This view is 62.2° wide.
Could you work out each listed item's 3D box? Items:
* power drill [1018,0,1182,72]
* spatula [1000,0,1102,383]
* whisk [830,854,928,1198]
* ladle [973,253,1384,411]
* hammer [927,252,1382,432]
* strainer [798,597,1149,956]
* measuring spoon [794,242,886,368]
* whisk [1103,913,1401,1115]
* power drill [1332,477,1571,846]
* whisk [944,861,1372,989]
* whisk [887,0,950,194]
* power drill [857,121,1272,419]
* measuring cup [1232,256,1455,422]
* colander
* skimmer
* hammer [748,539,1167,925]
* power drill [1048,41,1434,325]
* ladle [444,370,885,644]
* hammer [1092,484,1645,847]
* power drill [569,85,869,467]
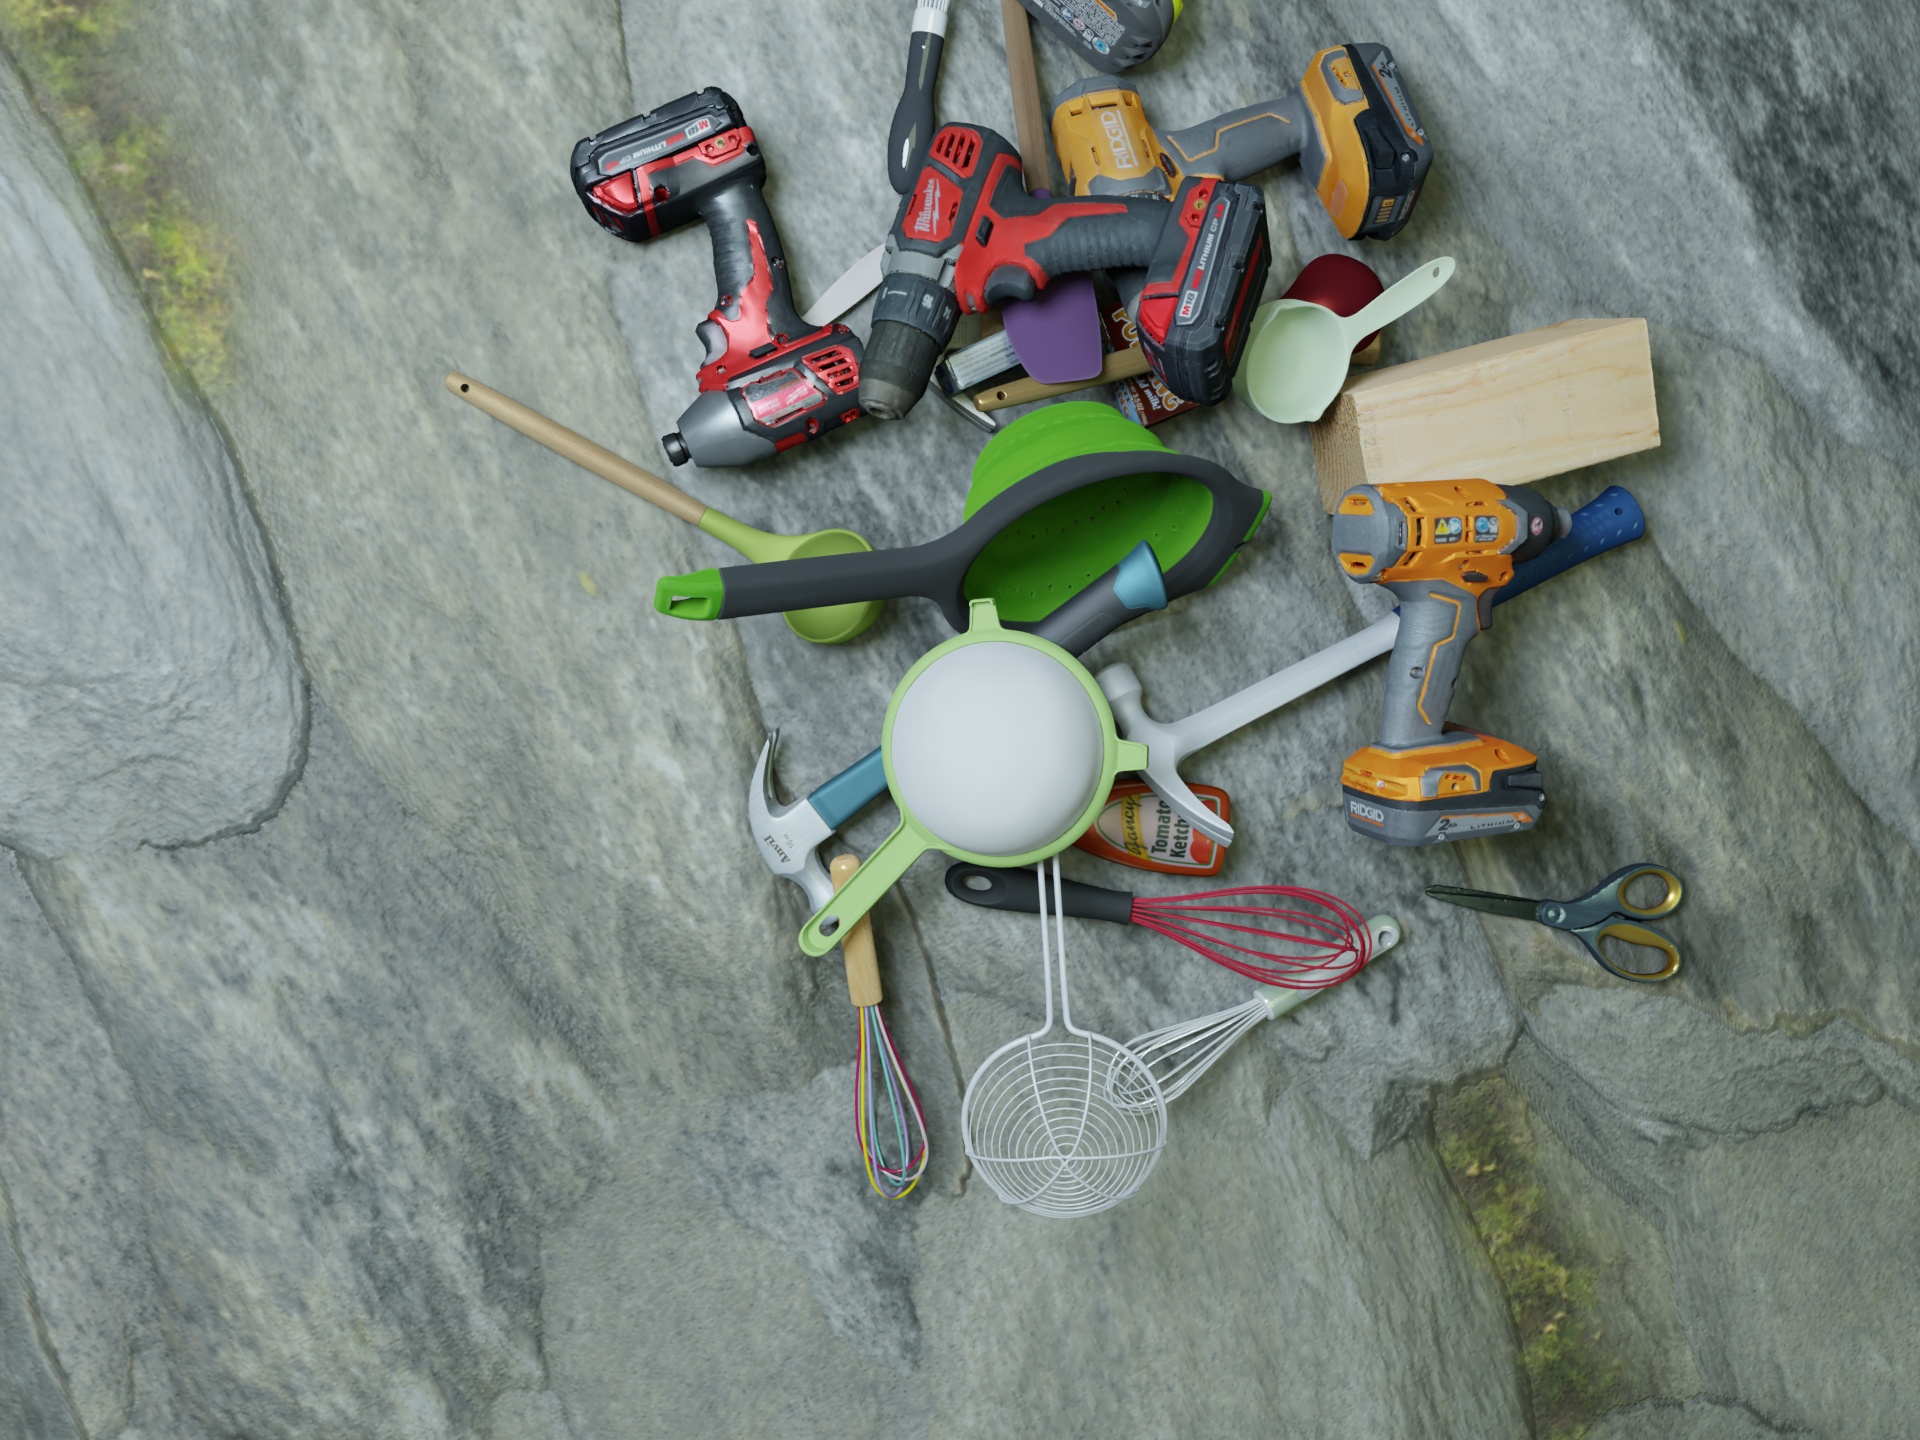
[{"bbox_3d":[0.118,-0.559,1.032,0.190,0.080,0.228,38,78,-9],"label":"power drill"},{"bbox_3d":[0.045,-0.361,1.024,0.060,0.018,0.316,-6,75,-1],"label":"spatula"},{"bbox_3d":[-0.057,0.207,1.071,0.047,0.051,0.245,-11,102,-13],"label":"whisk"},{"bbox_3d":[0.151,-0.244,1.030,0.315,0.031,0.069,-19,93,-18],"label":"ladle"},{"bbox_3d":[0.126,-0.261,1.084,0.331,0.031,0.130,0,93,-7],"label":"hammer"},{"bbox_3d":[-0.018,0.057,0.983,0.151,0.069,0.256,44,99,6],"label":"strainer"},{"bbox_3d":[-0.083,-0.280,1.068,0.124,0.018,0.034,-43,90,-9],"label":"measuring spoon"},{"bbox_3d":[0.207,0.204,1.117,0.246,0.059,0.057,-29,109,-9],"label":"whisk"},{"bbox_3d":[0.324,-0.042,1.027,0.164,0.084,0.226,-6,100,-20],"label":"power drill"},{"bbox_3d":[0.135,0.133,1.090,0.296,0.073,0.073,10,92,3],"label":"whisk"},{"bbox_3d":[-0.016,-0.490,1.043,0.070,0.070,0.284,9,97,-8],"label":"whisk"},{"bbox_3d":[0.054,-0.252,0.949,0.227,0.080,0.188,16,81,18],"label":"power drill"},{"bbox_3d":[0.244,-0.256,1.027,0.167,0.038,0.083,-33,122,-9],"label":"measuring cup"},{"bbox_3d":[-0.003,-0.128,1.002,0.397,0.204,0.095,-9,63,-22],"label":"colander"},{"bbox_3d":[0.059,0.131,1.035,0.127,0.090,0.364,-4,65,4],"label":"skimmer"},{"bbox_3d":[-0.002,-0.003,1.037,0.331,0.033,0.128,-36,99,14],"label":"hammer"},{"bbox_3d":[0.184,-0.346,1.034,0.226,0.084,0.185,-11,66,-6],"label":"power drill"},{"bbox_3d":[-0.193,-0.147,1.040,0.320,0.062,0.078,28,93,-5],"label":"ladle"},{"bbox_3d":[0.298,-0.055,1.101,0.405,0.035,0.144,-26,72,-8],"label":"hammer"},{"bbox_3d":[-0.157,-0.272,1.015,0.143,0.078,0.219,-25,91,-5],"label":"power drill"}]
